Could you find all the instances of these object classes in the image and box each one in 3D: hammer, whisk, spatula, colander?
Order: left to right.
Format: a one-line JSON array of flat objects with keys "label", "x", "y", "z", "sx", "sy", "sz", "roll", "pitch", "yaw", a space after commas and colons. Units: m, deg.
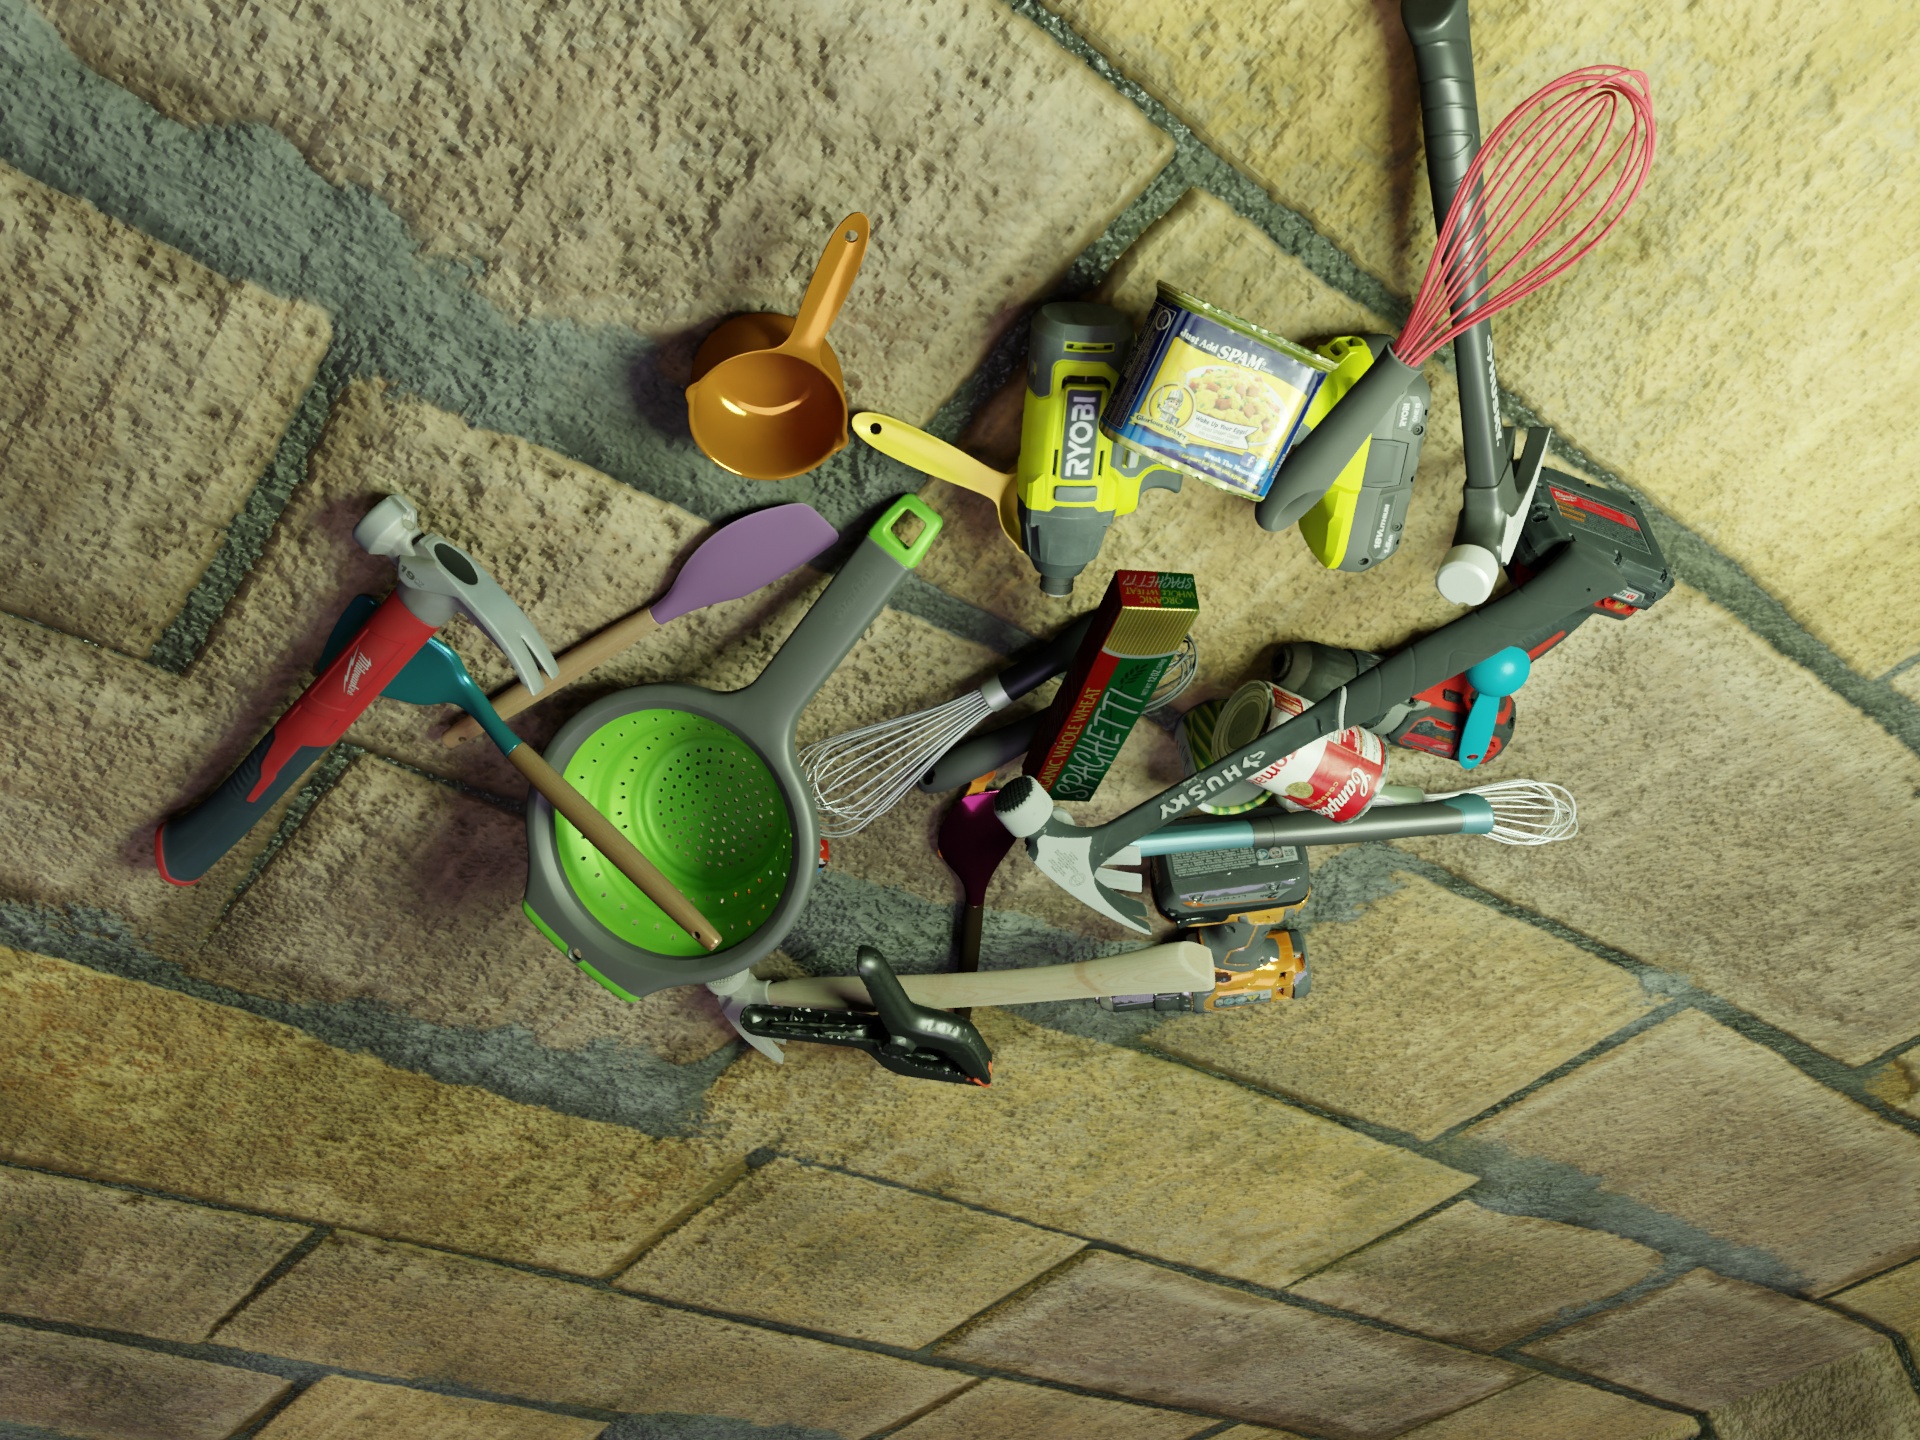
[{"label": "hammer", "x": -0.416, "y": 0.018, "z": 1.039, "sx": 0.386, "sy": 0.038, "sz": 0.143, "roll": -37, "pitch": 101, "yaw": 32}, {"label": "spatula", "x": -0.279, "y": 0.043, "z": 1.035, "sx": 0.317, "sy": 0.044, "sz": 0.082, "roll": 43, "pitch": 123, "yaw": 1}, {"label": "spatula", "x": -0.219, "y": -0.058, "z": 1.035, "sx": 0.316, "sy": 0.018, "sz": 0.059, "roll": -28, "pitch": 140, "yaw": 19}, {"label": "colander", "x": -0.135, "y": 0.009, "z": 1.068, "sx": 0.204, "sy": 0.094, "sz": 0.397, "roll": 40, "pitch": 106, "yaw": 3}, {"label": "whisk", "x": -0.002, "y": -0.005, "z": 1.104, "sx": 0.284, "sy": 0.070, "sz": 0.070, "roll": -30, "pitch": 133, "yaw": 15}, {"label": "hammer", "x": 0.003, "y": 0.224, "z": 1.300, "sx": 0.410, "sy": 0.038, "sz": 0.146, "roll": -7, "pitch": 140, "yaw": 16}, {"label": "whisk", "x": 0.064, "y": -0.002, "z": 1.122, "sx": 0.239, "sy": 0.055, "sz": 0.055, "roll": -27, "pitch": 134, "yaw": 26}, {"label": "hammer", "x": 0.227, "y": 0.082, "z": 1.177, "sx": 0.331, "sy": 0.128, "sz": 0.033, "roll": -5, "pitch": 103, "yaw": -4}, {"label": "hammer", "x": 0.229, "y": 0.006, "z": 1.020, "sx": 0.409, "sy": 0.036, "sz": 0.149, "roll": -30, "pitch": 120, "yaw": 17}, {"label": "whisk", "x": 0.364, "y": 0.066, "z": 1.239, "sx": 0.246, "sy": 0.059, "sz": 0.057, "roll": 5, "pitch": 126, "yaw": -7}, {"label": "whisk", "x": 0.238, "y": -0.199, "z": 0.805, "sx": 0.073, "sy": 0.073, "sz": 0.295, "roll": 14, "pitch": 136, "yaw": -23}, {"label": "hammer", "x": 0.278, "y": -0.238, "z": 0.868, "sx": 0.035, "sy": 0.146, "sz": 0.334, "roll": 7, "pitch": 133, "yaw": 32}]

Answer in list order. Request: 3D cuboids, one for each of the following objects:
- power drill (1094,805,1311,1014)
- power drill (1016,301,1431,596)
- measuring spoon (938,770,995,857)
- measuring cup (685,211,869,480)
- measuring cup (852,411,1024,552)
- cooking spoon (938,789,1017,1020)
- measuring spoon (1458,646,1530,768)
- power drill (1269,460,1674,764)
[{"label": "power drill", "x": 0.196, "y": 0.171, "z": 1.304, "sx": 0.185, "sy": 0.084, "sz": 0.226, "roll": -8, "pitch": 142, "yaw": 3}, {"label": "power drill", "x": 0.145, "y": -0.152, "z": 0.931, "sx": 0.223, "sy": 0.080, "sz": 0.171, "roll": 0, "pitch": 121, "yaw": -7}, {"label": "measuring spoon", "x": 0.002, "y": 0.068, "z": 1.213, "sx": 0.021, "sy": 0.011, "sz": 0.116, "roll": -1, "pitch": 141, "yaw": -21}, {"label": "measuring cup", "x": -0.090, "y": -0.213, "z": 0.866, "sx": 0.095, "sy": 0.052, "sz": 0.173, "roll": 15, "pitch": 131, "yaw": -23}, {"label": "measuring cup", "x": 0.005, "y": -0.153, "z": 0.965, "sx": 0.156, "sy": 0.029, "sz": 0.062, "roll": 23, "pitch": 108, "yaw": -15}, {"label": "cooking spoon", "x": 0.011, "y": 0.162, "z": 1.304, "sx": 0.068, "sy": 0.017, "sz": 0.318, "roll": -9, "pitch": 139, "yaw": -12}, {"label": "measuring spoon", "x": 0.358, "y": -0.001, "z": 1.079, "sx": 0.042, "sy": 0.021, "sz": 0.128, "roll": -3, "pitch": 140, "yaw": 3}, {"label": "power drill", "x": 0.338, "y": -0.065, "z": 1.075, "sx": 0.187, "sy": 0.080, "sz": 0.226, "roll": 15, "pitch": 136, "yaw": -19}]
